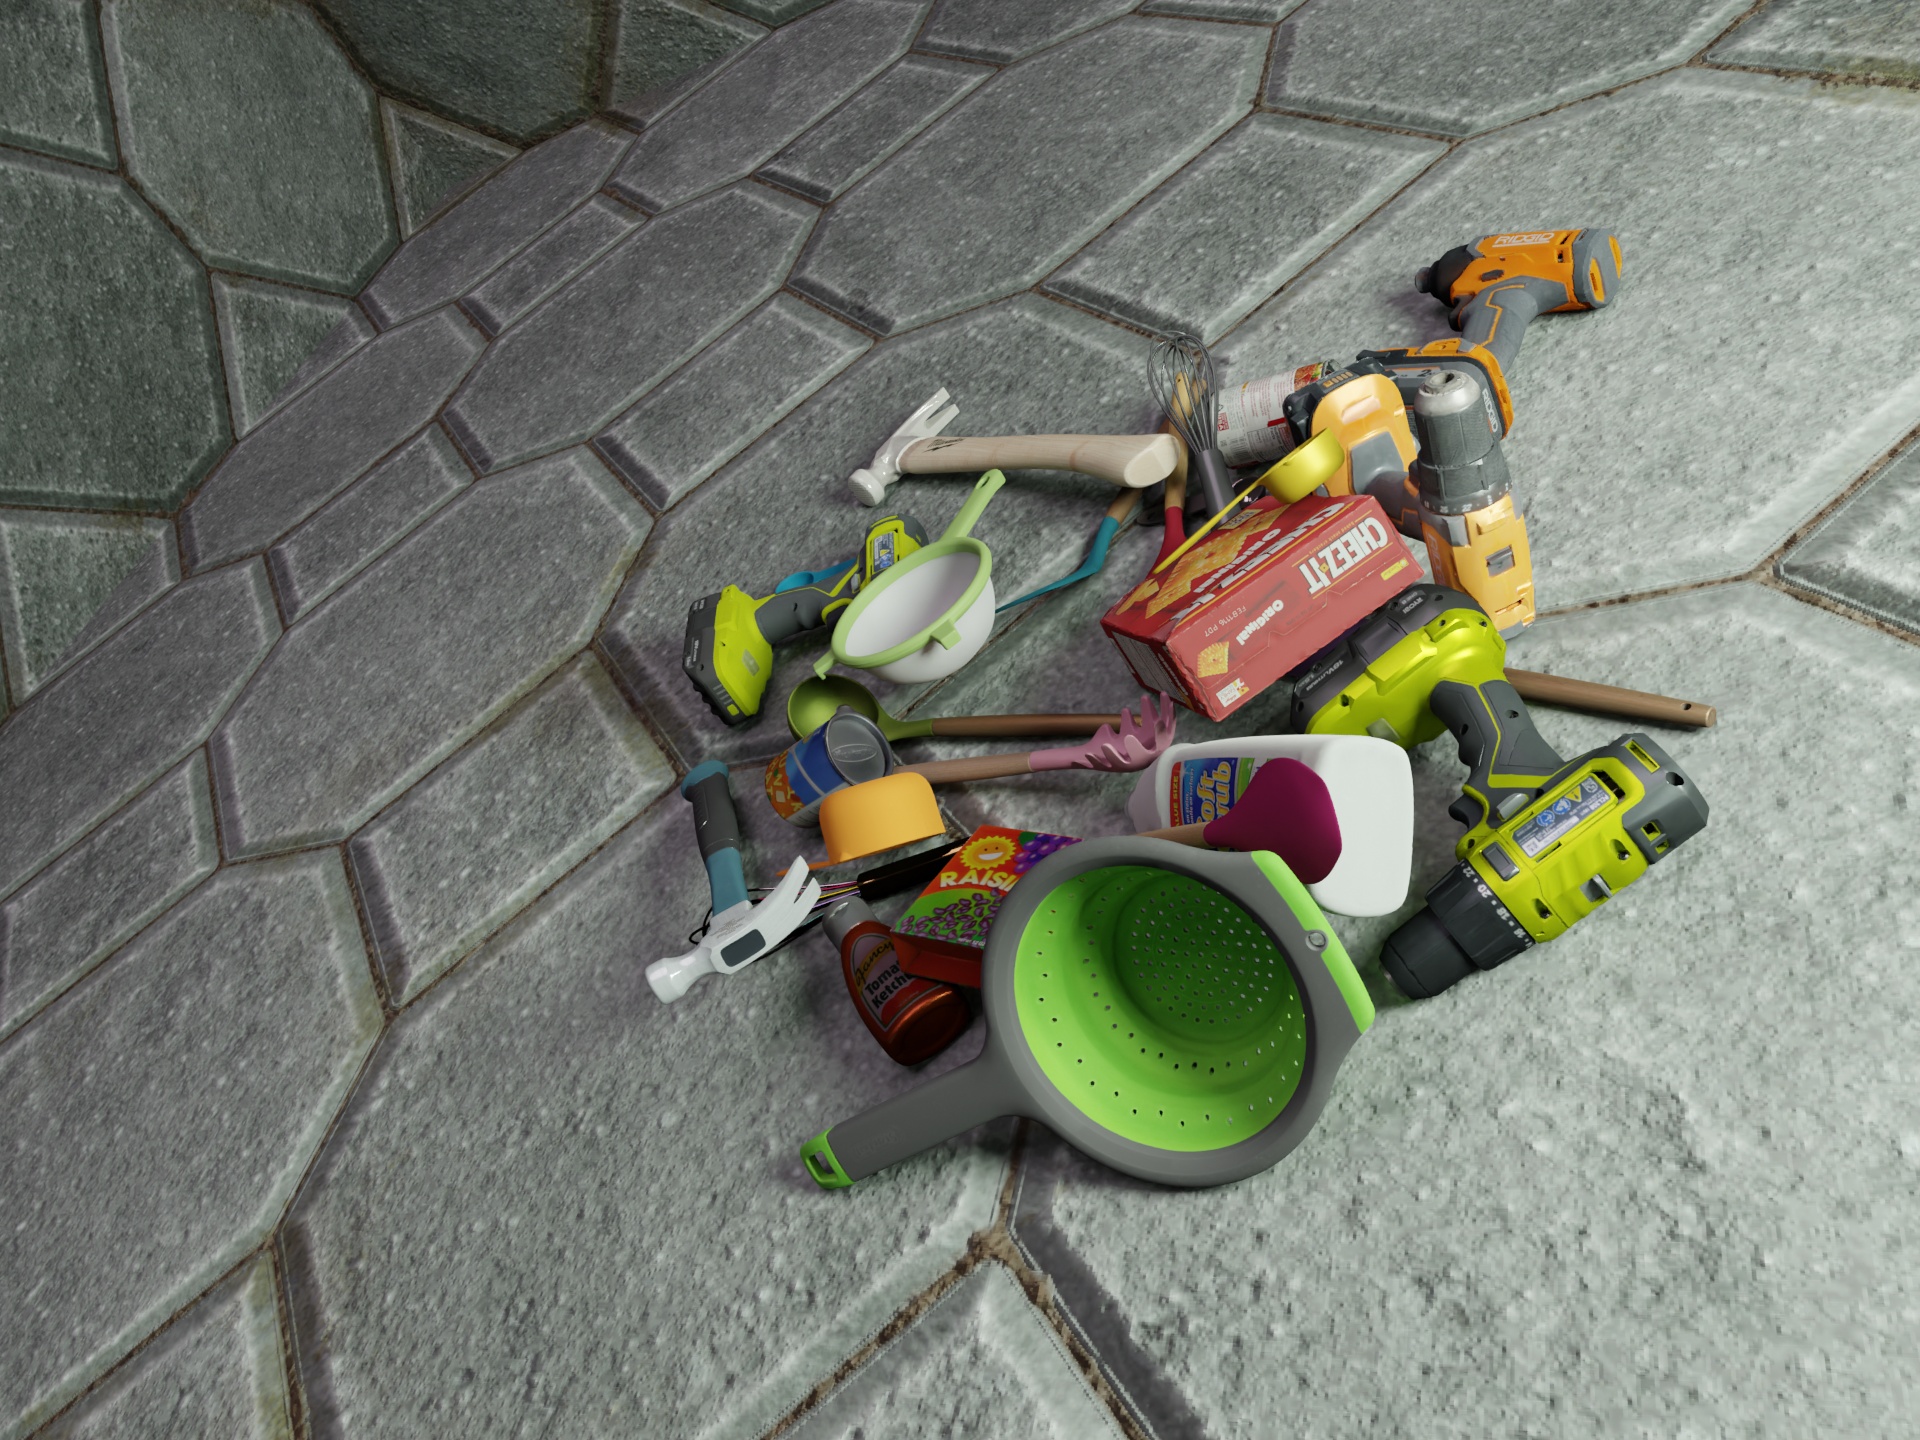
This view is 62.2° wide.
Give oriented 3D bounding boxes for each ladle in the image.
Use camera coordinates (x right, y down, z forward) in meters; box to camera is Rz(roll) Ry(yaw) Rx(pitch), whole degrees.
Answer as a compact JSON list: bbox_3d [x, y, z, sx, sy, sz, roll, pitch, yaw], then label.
[{"bbox_3d":[0.178,-0.187,1.302,0.069,0.031,0.316,-23,40,31],"label":"ladle"},{"bbox_3d":[-0.002,-0.004,1.239,0.320,0.062,0.078,-1,43,35],"label":"ladle"}]

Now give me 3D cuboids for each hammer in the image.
[{"bbox_3d":[-0.185,0.103,1.223,0.128,0.033,0.331,-27,23,-3],"label":"hammer"},{"bbox_3d":[0.054,-0.250,1.447,0.146,0.038,0.411,-49,32,-19],"label":"hammer"}]

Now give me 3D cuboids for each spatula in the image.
[{"bbox_3d":[0.133,-0.193,1.349,0.082,0.044,0.318,-20,32,56],"label":"spatula"},{"bbox_3d":[0.331,-0.031,1.031,0.316,0.018,0.060,16,63,48],"label":"spatula"}]

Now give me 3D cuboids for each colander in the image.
[{"bbox_3d":[0.062,0.186,0.940,0.397,0.204,0.094,-32,-2,31],"label":"colander"}]

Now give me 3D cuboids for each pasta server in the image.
[{"bbox_3d":[0.031,0.026,1.164,0.316,0.040,0.060,-8,29,44],"label":"pasta server"}]

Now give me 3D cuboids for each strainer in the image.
[{"bbox_3d":[-0.006,-0.111,1.315,0.151,0.069,0.256,-12,35,39],"label":"strainer"}]

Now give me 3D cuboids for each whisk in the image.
[{"bbox_3d":[0.193,-0.206,1.248,0.055,0.055,0.239,-20,66,20],"label":"whisk"},{"bbox_3d":[-0.092,0.130,1.172,0.245,0.047,0.051,-20,38,15],"label":"whisk"}]

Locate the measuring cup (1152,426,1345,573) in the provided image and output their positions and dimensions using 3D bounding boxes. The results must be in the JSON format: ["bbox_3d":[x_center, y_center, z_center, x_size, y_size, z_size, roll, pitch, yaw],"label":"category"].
[{"bbox_3d":[0.198,-0.141,1.092,0.156,0.029,0.062,-40,2,25],"label":"measuring cup"}]

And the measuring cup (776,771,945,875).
[{"bbox_3d":[-0.088,0.080,1.191,0.173,0.052,0.095,-19,-5,43],"label":"measuring cup"}]

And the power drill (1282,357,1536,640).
[{"bbox_3d":[0.302,-0.174,1.077,0.084,0.185,0.226,-26,33,-2],"label":"power drill"}]

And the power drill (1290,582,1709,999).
[{"bbox_3d":[0.289,0.039,0.932,0.190,0.080,0.229,-40,39,12],"label":"power drill"}]

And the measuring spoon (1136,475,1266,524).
[{"bbox_3d":[0.198,-0.173,1.304,0.124,0.018,0.034,-8,51,42],"label":"measuring spoon"}]

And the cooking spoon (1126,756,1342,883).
[{"bbox_3d":[0.139,0.070,0.942,0.017,0.069,0.319,-13,-4,-18],"label":"cooking spoon"}]

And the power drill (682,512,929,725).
[{"bbox_3d":[-0.131,-0.086,1.417,0.223,0.080,0.171,-21,38,14],"label":"power drill"}]

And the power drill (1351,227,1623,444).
[{"bbox_3d":[0.389,-0.299,1.235,0.164,0.084,0.226,13,54,47],"label":"power drill"}]

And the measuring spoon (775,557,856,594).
[{"bbox_3d":[-0.113,-0.135,1.511,0.128,0.021,0.042,-18,37,9],"label":"measuring spoon"}]
